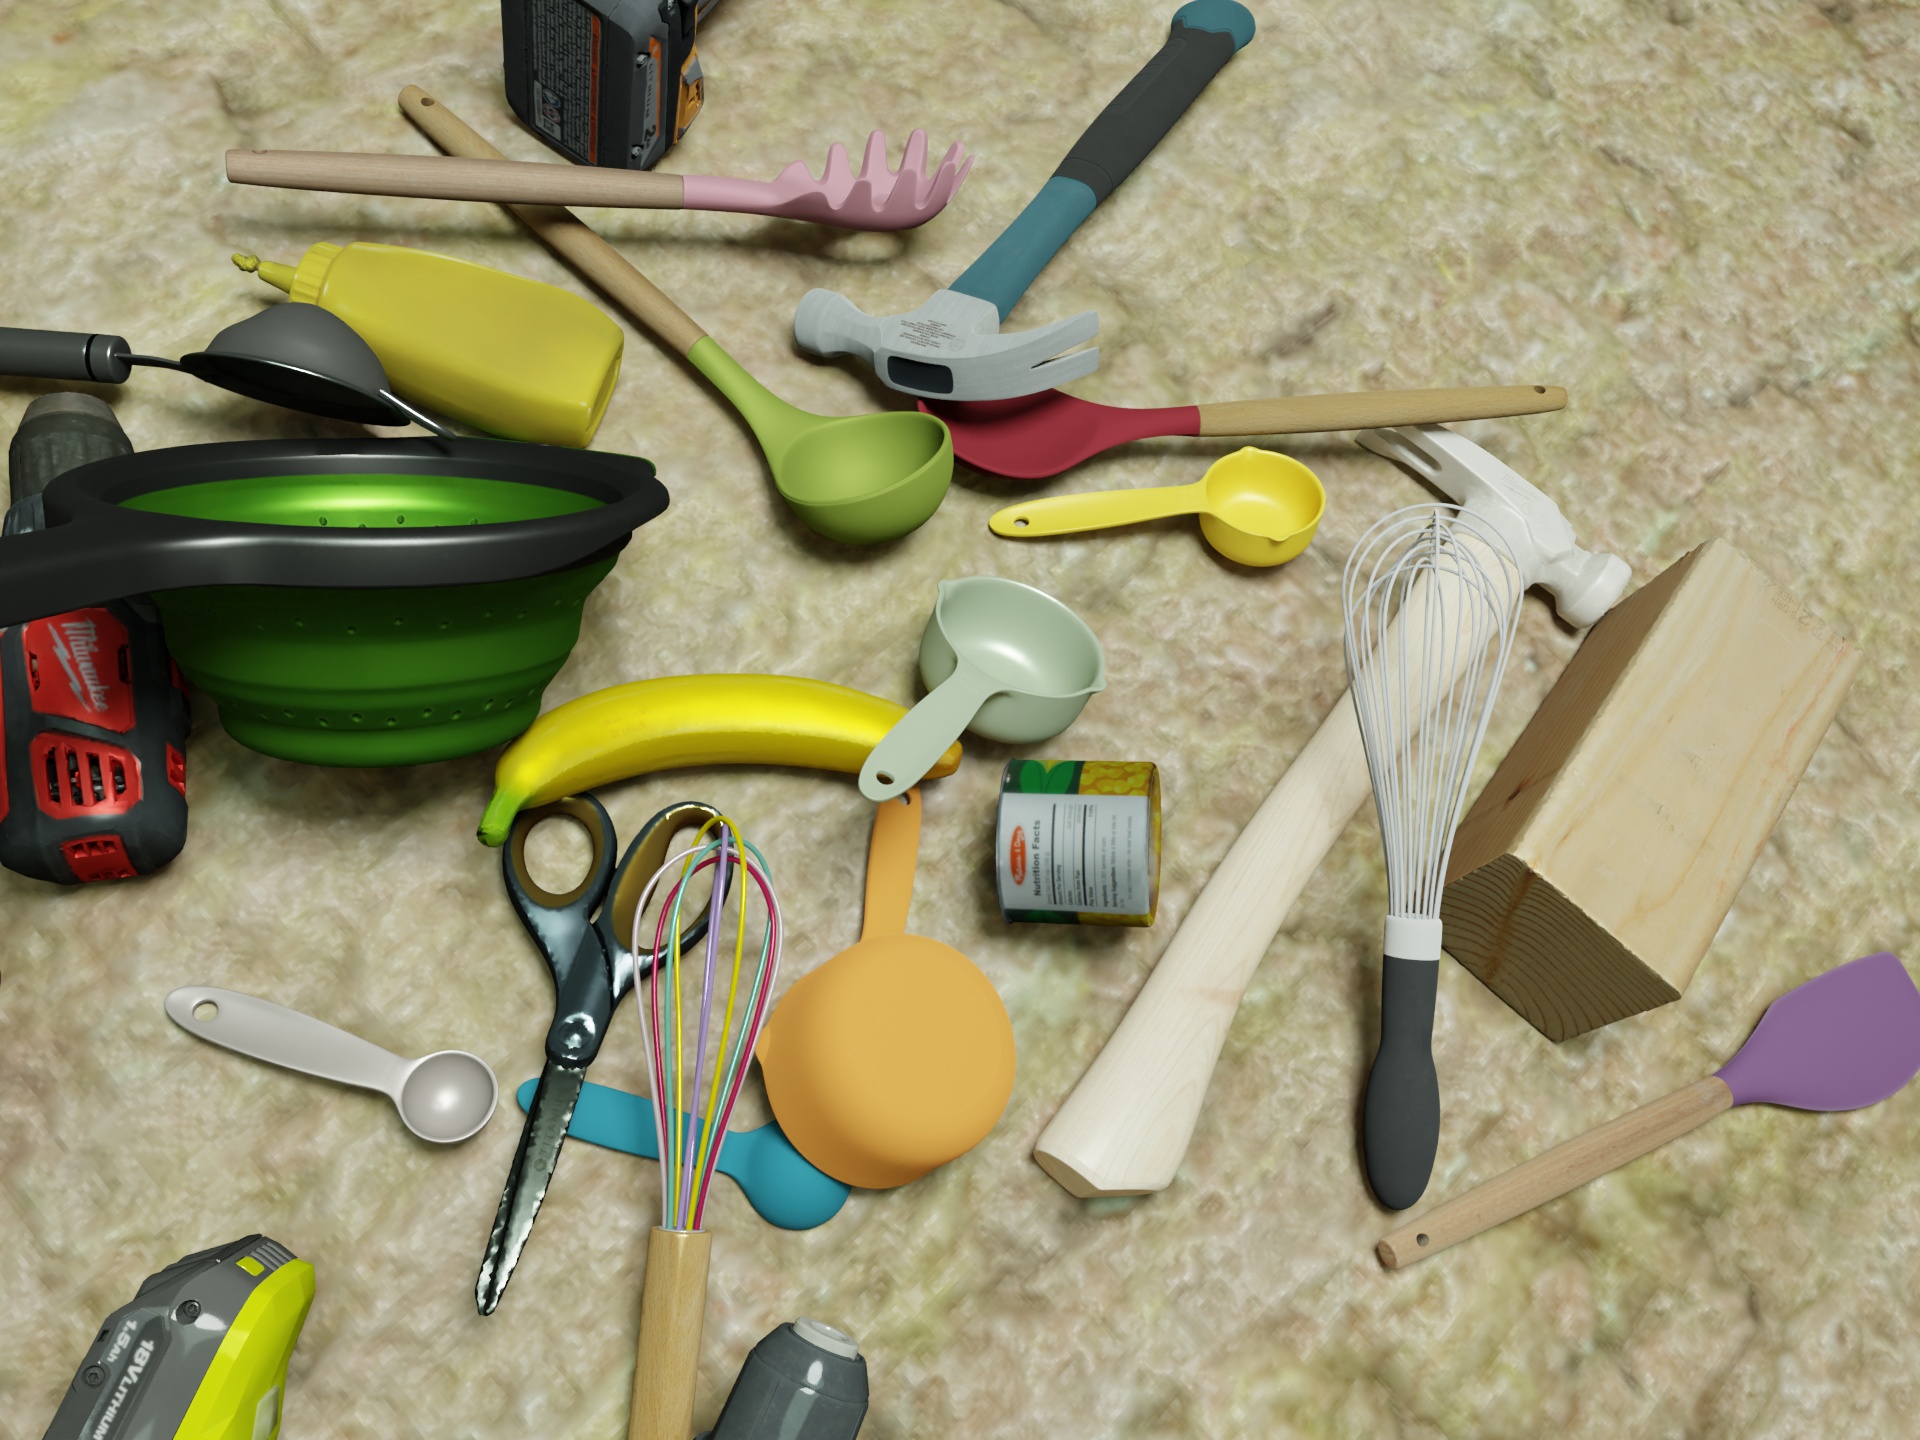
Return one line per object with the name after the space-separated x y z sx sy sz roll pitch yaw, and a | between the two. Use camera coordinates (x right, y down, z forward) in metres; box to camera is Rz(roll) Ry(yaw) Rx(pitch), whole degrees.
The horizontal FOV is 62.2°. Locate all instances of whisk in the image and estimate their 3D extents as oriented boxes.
0.185 0.055 0.639 0.070 0.070 0.284 3 91 -14 | whisk
-0.096 0.155 0.558 0.047 0.051 0.245 -1 77 26 | whisk

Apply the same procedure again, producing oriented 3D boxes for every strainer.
-0.326 -0.144 0.624 0.258 0.087 0.050 4 86 -2 | strainer

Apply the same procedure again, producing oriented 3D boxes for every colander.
-0.234 -0.020 0.497 0.204 0.094 0.397 9 18 17 | colander

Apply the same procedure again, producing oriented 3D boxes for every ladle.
-0.133 -0.189 0.702 0.320 0.062 0.078 41 57 8 | ladle
0.135 -0.144 0.746 0.315 0.031 0.069 -5 57 -8 | ladle

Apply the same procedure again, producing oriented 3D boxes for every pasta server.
-0.149 -0.240 0.694 0.316 0.040 0.060 -3 36 -17 | pasta server

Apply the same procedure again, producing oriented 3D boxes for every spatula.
0.310 0.172 0.686 0.316 0.018 0.060 -16 73 -22 | spatula

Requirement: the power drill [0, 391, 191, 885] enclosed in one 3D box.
-0.393 -0.025 0.551 0.226 0.080 0.188 -7 70 -21 | power drill

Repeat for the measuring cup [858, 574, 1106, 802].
-0.001 -0.002 0.635 0.083 0.038 0.168 33 40 9 | measuring cup

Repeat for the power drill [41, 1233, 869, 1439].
-0.152 0.247 0.480 0.228 0.080 0.190 24 79 -4 | power drill

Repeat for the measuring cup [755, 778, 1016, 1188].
-0.019 0.086 0.607 0.095 0.052 0.174 20 57 -23 | measuring cup

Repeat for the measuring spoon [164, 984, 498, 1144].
-0.225 0.122 0.568 0.124 0.018 0.034 19 53 1 | measuring spoon

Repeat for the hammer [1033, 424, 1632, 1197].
0.150 0.026 0.696 0.146 0.038 0.411 38 64 5 | hammer

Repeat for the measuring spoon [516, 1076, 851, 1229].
-0.099 0.152 0.581 0.128 0.021 0.042 18 64 -9 | measuring spoon

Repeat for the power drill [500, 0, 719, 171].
-0.110 -0.377 0.718 0.084 0.185 0.226 34 66 0 | power drill

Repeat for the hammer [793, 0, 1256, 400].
0.060 -0.268 0.786 0.128 0.033 0.331 23 57 20 | hammer

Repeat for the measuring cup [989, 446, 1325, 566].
0.091 -0.092 0.740 0.156 0.029 0.062 -6 53 -4 | measuring cup
